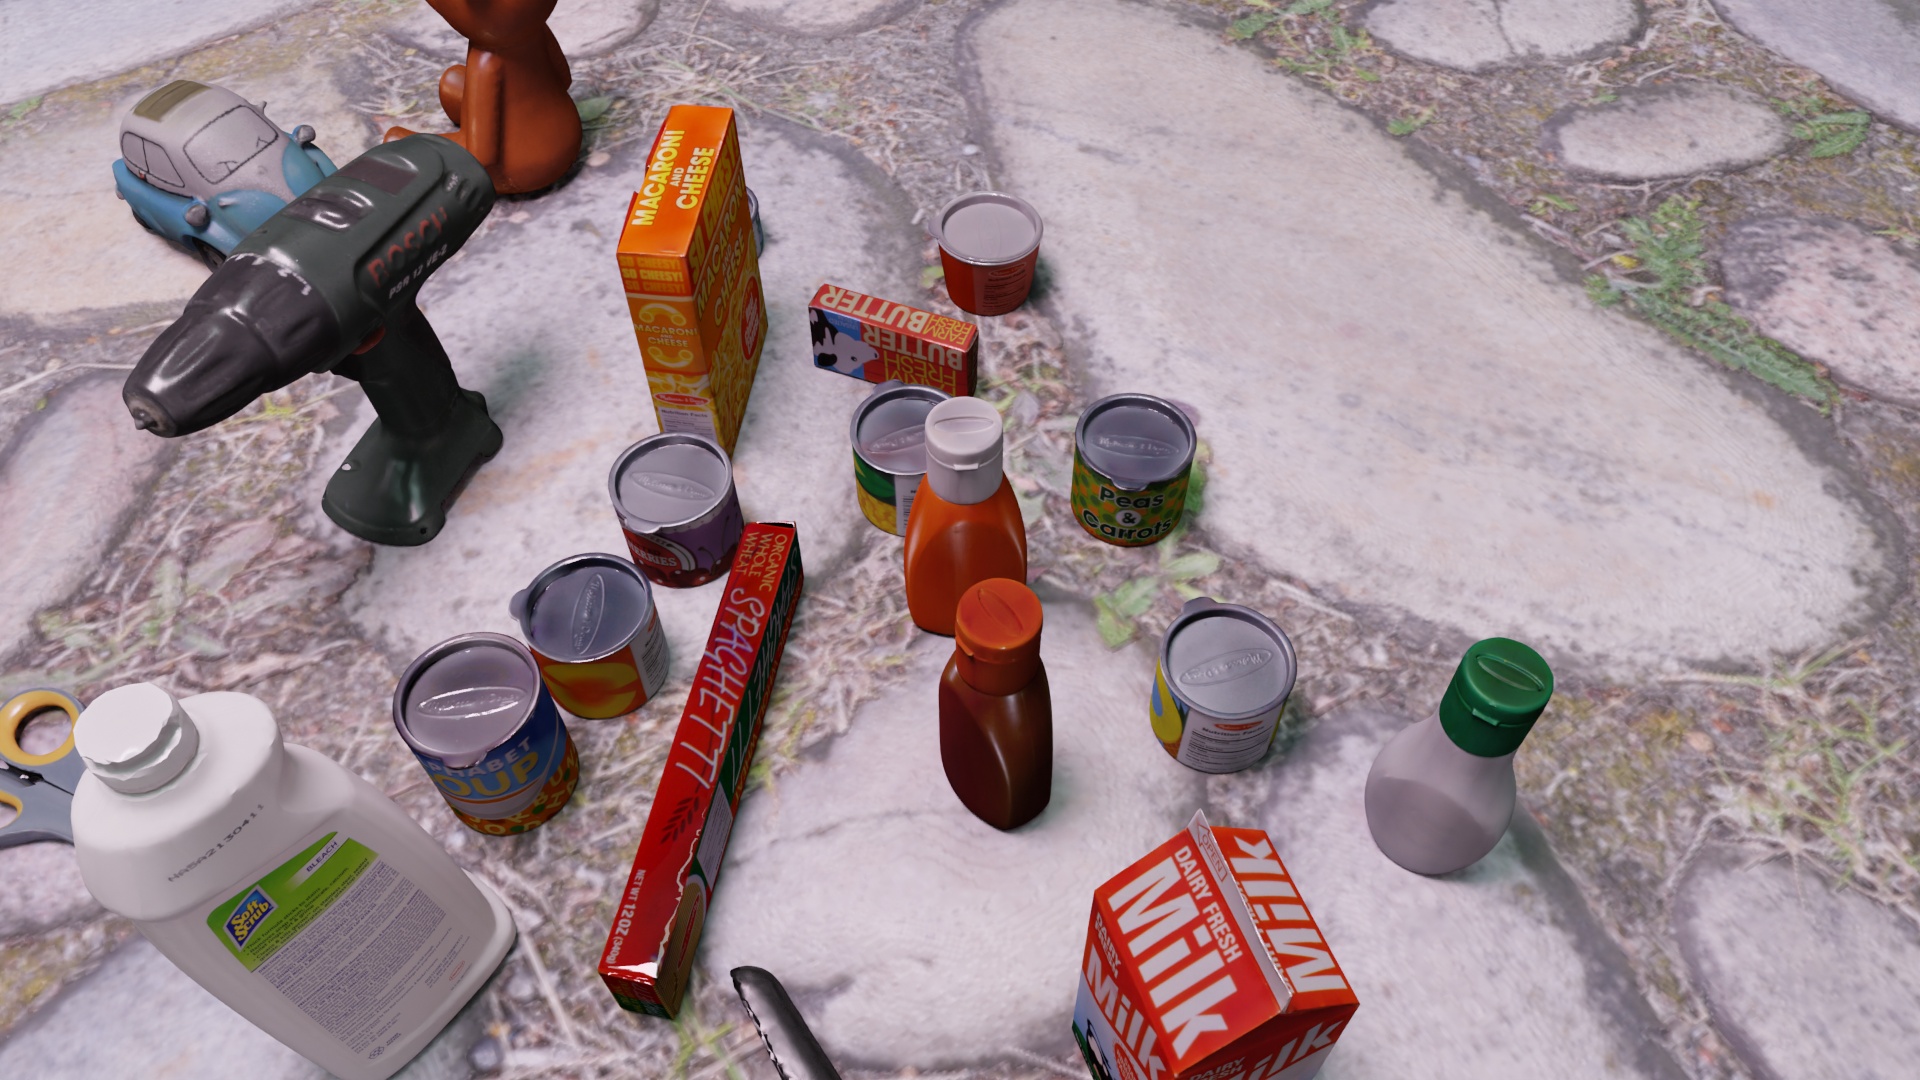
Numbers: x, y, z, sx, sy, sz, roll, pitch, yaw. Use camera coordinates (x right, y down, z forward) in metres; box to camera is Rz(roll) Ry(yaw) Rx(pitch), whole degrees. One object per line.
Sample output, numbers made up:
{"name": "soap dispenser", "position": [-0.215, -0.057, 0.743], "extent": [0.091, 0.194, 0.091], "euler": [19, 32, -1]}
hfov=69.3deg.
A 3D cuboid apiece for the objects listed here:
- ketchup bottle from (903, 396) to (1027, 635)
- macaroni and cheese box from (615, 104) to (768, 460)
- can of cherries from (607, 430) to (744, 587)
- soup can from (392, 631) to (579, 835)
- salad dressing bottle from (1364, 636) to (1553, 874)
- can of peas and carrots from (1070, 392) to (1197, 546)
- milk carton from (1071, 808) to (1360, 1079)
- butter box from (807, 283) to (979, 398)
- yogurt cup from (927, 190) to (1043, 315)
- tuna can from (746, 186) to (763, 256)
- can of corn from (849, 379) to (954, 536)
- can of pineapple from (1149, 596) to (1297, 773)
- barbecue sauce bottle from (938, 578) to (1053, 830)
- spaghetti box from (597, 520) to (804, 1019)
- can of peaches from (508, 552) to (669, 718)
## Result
{"name": "ketchup bottle", "position": [0.002, -0.009, 0.696], "extent": [0.065, 0.148, 0.044], "euler": [-3, 53, -2]}
{"name": "macaroni and cheese box", "position": [-0.148, -0.139, 0.785], "extent": [0.040, 0.165, 0.124], "euler": [4, 53, 4]}
{"name": "can of cherries", "position": [-0.155, -0.015, 0.757], "extent": [0.071, 0.058, 0.072], "euler": [0, 53, 0]}
{"name": "soup can", "position": [-0.223, 0.096, 0.658], "extent": [0.071, 0.083, 0.072], "euler": [0, 53, 0]}
{"name": "salad dressing bottle", "position": [0.221, 0.097, 0.615], "extent": [0.064, 0.146, 0.044], "euler": [29, 58, 20]}
{"name": "can of peas and carrots", "position": [0.095, -0.037, 0.773], "extent": [0.071, 0.058, 0.071], "euler": [0, 53, 0]}
{"name": "milk carton", "position": [0.093, 0.175, 0.530], "extent": [0.073, 0.189, 0.072], "euler": [-16, 55, -12]}
{"name": "butter box", "position": [-0.039, -0.117, 0.838], "extent": [0.103, 0.052, 0.024], "euler": [17, 55, 13]}
{"name": "yogurt cup", "position": [0.018, -0.181, 0.886], "extent": [0.072, 0.053, 0.073], "euler": [0, 53, 0]}
{"name": "tuna can", "position": [-0.166, -0.208, 0.920], "extent": [0.071, 0.032, 0.071], "euler": [0, 53, 0]}
{"name": "can of corn", "position": [-0.028, -0.046, 0.781], "extent": [0.071, 0.058, 0.071], "euler": [0, 53, 0]}
{"name": "can of pineapple", "position": [0.129, 0.072, 0.691], "extent": [0.071, 0.057, 0.071], "euler": [0, 53, 0]}
{"name": "barbecue sauce bottle", "position": [0.016, 0.074, 0.633], "extent": [0.044, 0.147, 0.065], "euler": [-29, 58, -20]}
{"name": "spaghetti box", "position": [-0.119, 0.100, 0.675], "extent": [0.029, 0.050, 0.251], "euler": [7, 53, 6]}
{"name": "can of peaches", "position": [-0.188, 0.049, 0.710], "extent": [0.071, 0.057, 0.071], "euler": [0, 53, 0]}
